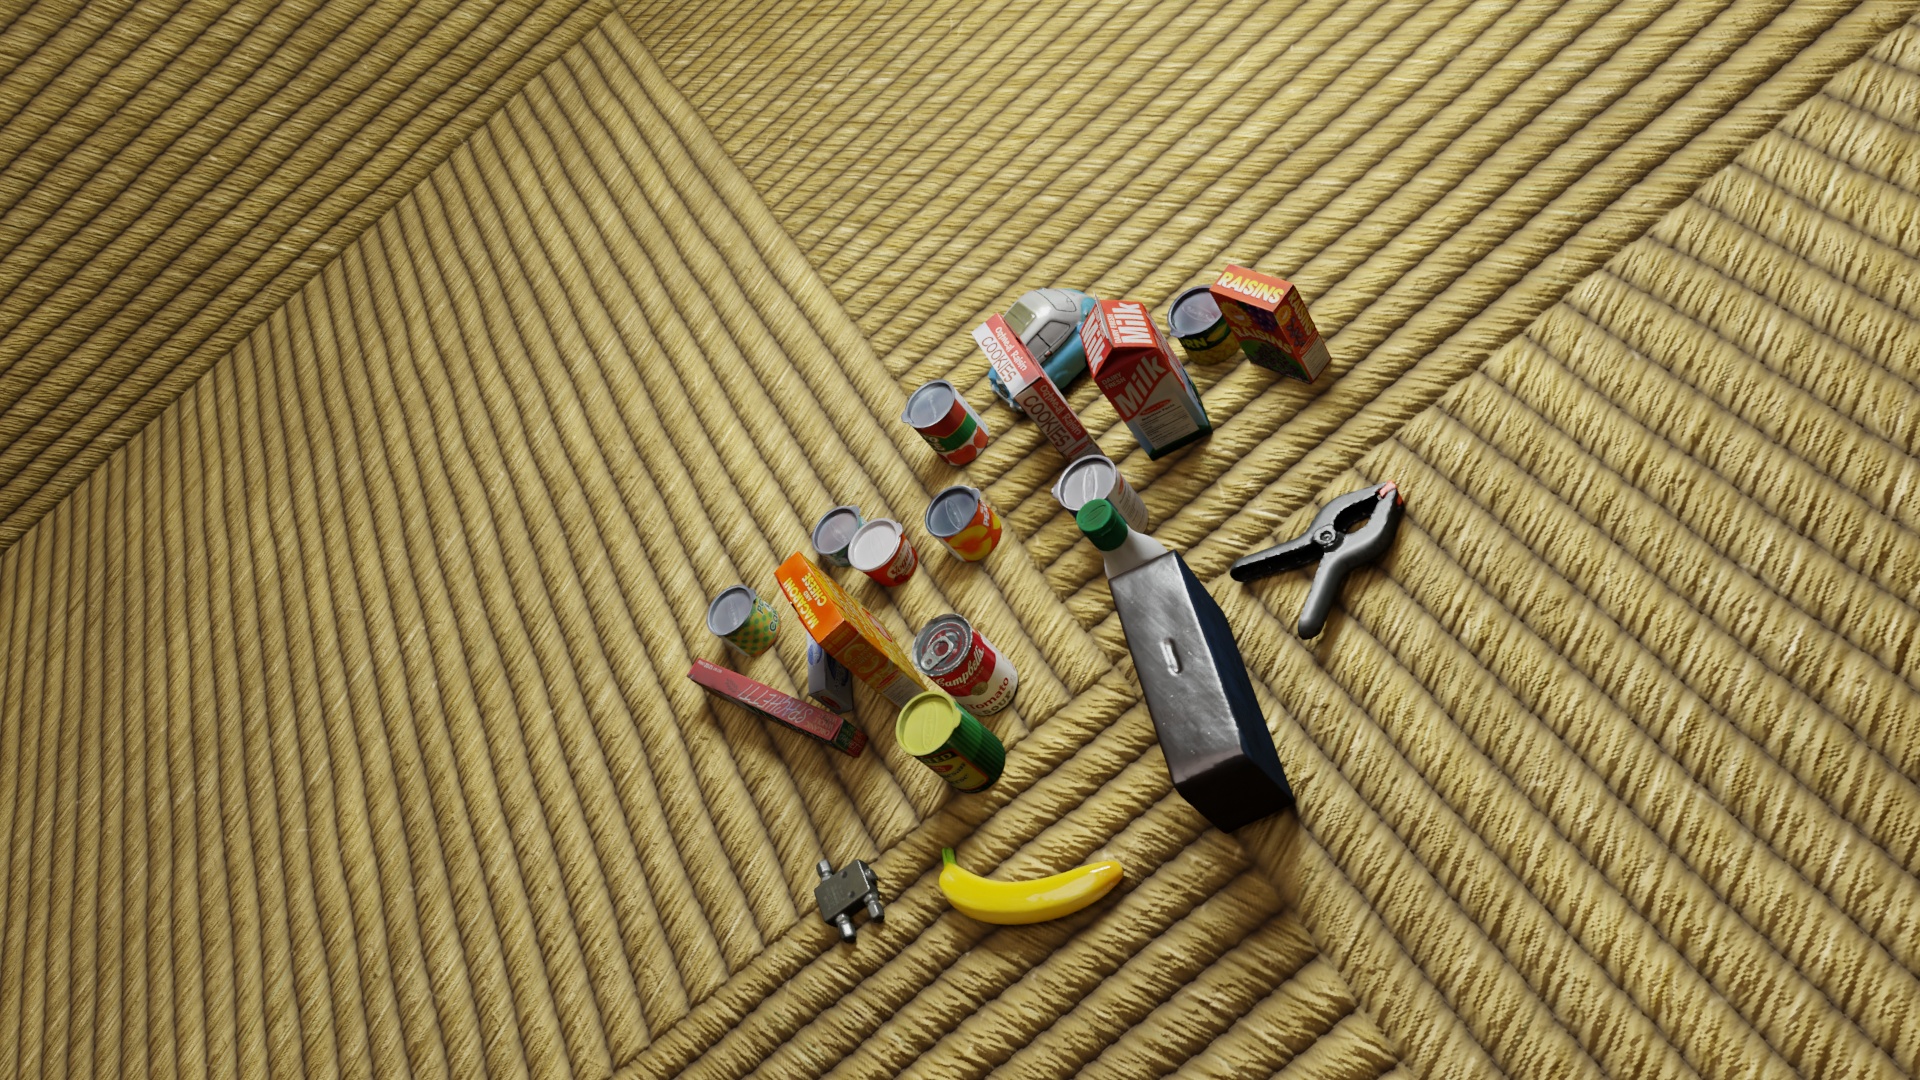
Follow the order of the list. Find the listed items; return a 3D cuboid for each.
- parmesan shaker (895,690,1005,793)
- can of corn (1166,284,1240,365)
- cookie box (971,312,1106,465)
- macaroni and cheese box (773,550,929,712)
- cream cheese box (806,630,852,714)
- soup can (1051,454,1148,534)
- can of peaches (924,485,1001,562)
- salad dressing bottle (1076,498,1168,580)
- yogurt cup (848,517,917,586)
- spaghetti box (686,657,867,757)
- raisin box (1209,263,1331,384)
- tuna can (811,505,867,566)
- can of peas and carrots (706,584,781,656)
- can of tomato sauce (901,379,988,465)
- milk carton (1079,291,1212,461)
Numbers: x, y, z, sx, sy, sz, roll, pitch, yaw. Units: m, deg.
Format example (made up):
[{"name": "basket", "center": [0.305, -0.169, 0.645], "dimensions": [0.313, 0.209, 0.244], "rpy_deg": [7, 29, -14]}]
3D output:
[{"name": "parmesan shaker", "center": [-0.006, 0.196, 1.341], "dimensions": [0.071, 0.103, 0.071], "rpy_deg": [-18, 51, 24]}, {"name": "can of corn", "center": [0.261, -0.228, 1.489], "dimensions": [0.071, 0.058, 0.071], "rpy_deg": [-18, 51, 24]}, {"name": "cookie box", "center": [0.087, -0.152, 1.478], "dimensions": [0.040, 0.167, 0.123], "rpy_deg": [-37, 46, 8]}, {"name": "macaroni and cheese box", "center": [-0.113, 0.097, 1.440], "dimensions": [0.040, 0.166, 0.124], "rpy_deg": [-42, 46, 3]}, {"name": "cream cheese box", "center": [-0.143, 0.134, 1.514], "dimensions": [0.024, 0.053, 0.104], "rpy_deg": [-23, 49, 20]}, {"name": "soup can", "center": [0.143, -0.037, 1.418], "dimensions": [0.071, 0.083, 0.072], "rpy_deg": [-18, 51, 24]}, {"name": "can of peaches", "center": [0.005, -0.019, 1.517], "dimensions": [0.071, 0.058, 0.071], "rpy_deg": [-18, 51, 24]}, {"name": "salad dressing bottle", "center": [0.159, 0.012, 1.328], "dimensions": [0.064, 0.147, 0.044], "rpy_deg": [-36, 46, 8]}, {"name": "yogurt cup", "center": [-0.084, 0.016, 1.556], "dimensions": [0.072, 0.054, 0.073], "rpy_deg": [-18, 51, 24]}, {"name": "spaghetti box", "center": [-0.204, 0.182, 1.524], "dimensions": [0.250, 0.050, 0.029], "rpy_deg": [15, 70, 40]}, {"name": "raisin box", "center": [0.314, -0.219, 1.401], "dimensions": [0.086, 0.123, 0.040], "rpy_deg": [32, 81, 44]}, {"name": "tuna can", "center": [-0.136, -0.006, 1.622], "dimensions": [0.071, 0.032, 0.071], "rpy_deg": [-18, 51, 24]}, {"name": "can of peas and carrots", "center": [-0.249, 0.092, 1.612], "dimensions": [0.071, 0.058, 0.071], "rpy_deg": [-18, 51, 24]}, {"name": "can of tomato sauce", "center": [-0.016, -0.133, 1.595], "dimensions": [0.071, 0.083, 0.071], "rpy_deg": [-18, 51, 24]}, {"name": "milk carton", "center": [0.182, -0.171, 1.411], "dimensions": [0.073, 0.190, 0.073], "rpy_deg": [-26, 48, 17]}]
